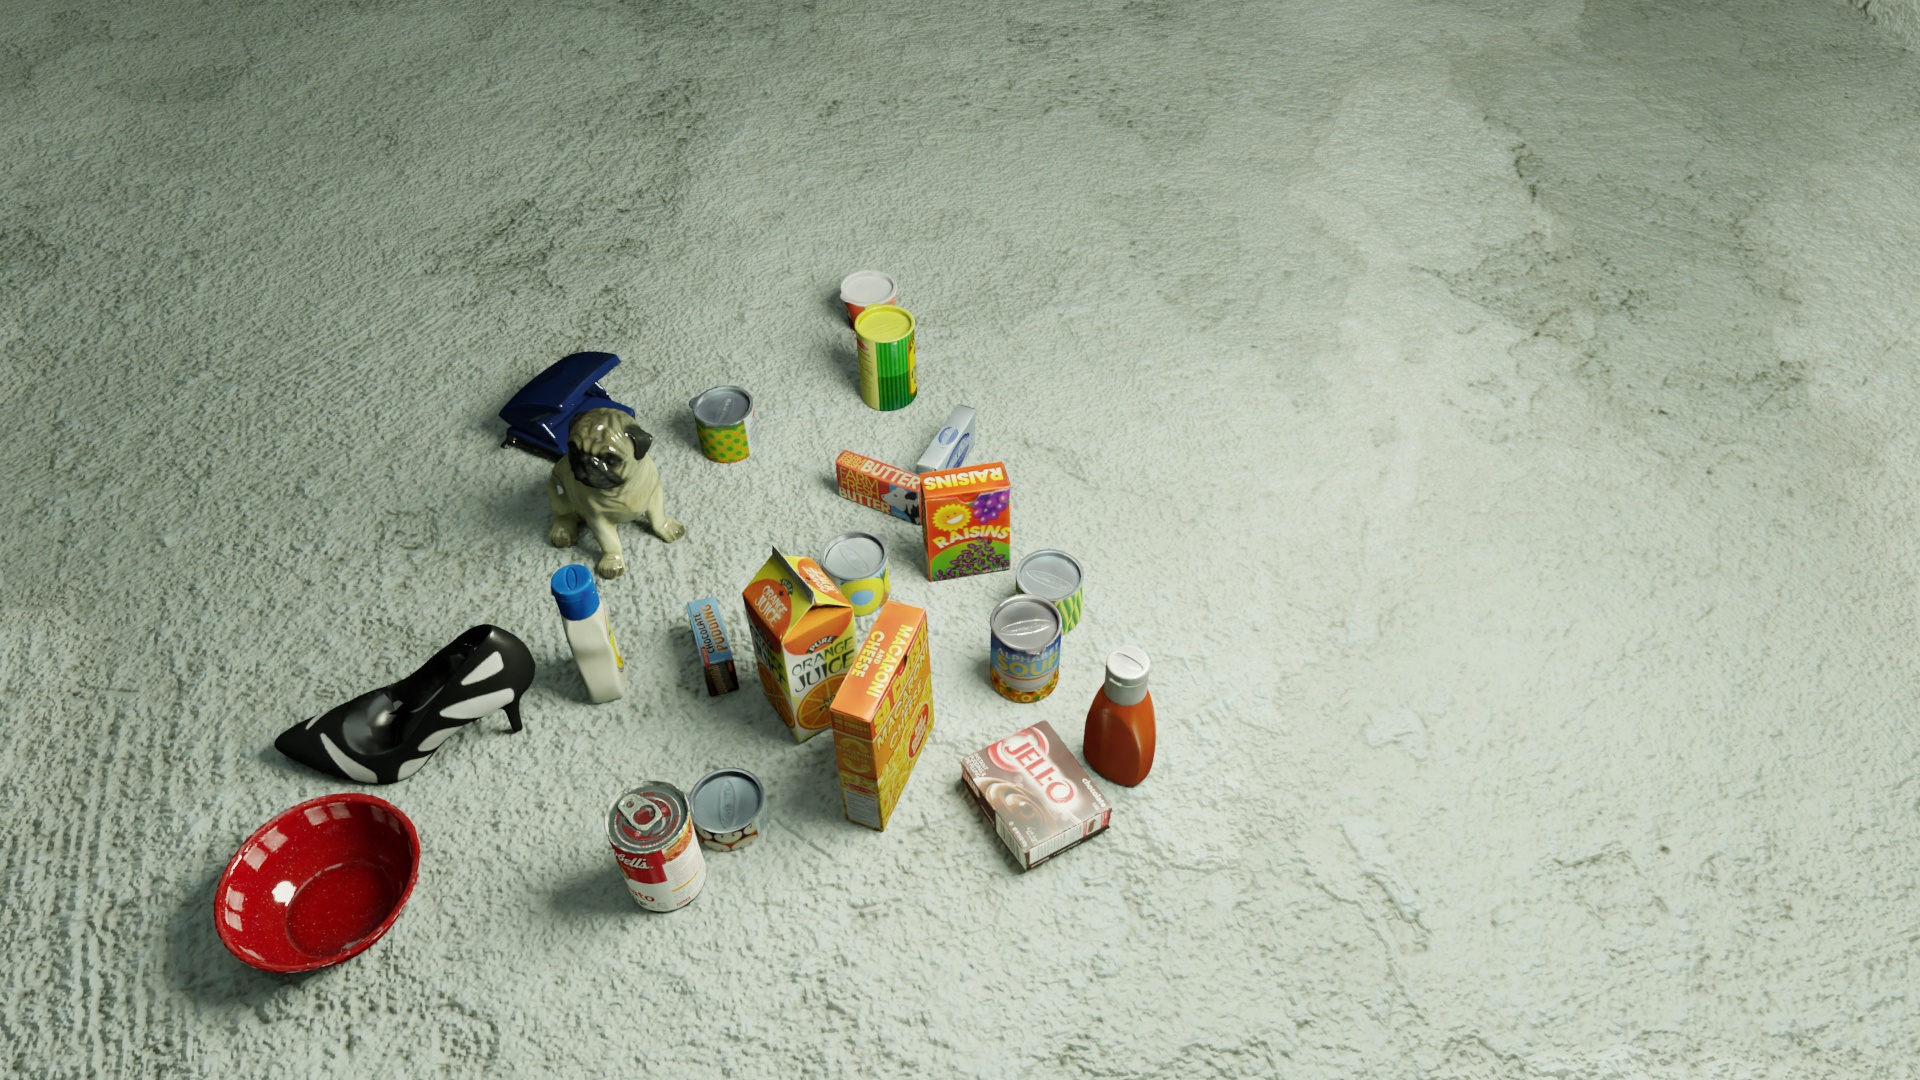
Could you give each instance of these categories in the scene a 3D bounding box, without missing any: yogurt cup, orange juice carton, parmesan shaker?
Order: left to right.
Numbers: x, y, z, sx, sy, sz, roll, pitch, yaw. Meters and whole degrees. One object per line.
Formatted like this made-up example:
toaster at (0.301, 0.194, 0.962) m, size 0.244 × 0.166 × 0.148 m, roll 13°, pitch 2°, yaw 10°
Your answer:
orange juice carton at (-0.139, 0.087, 1.234) m, size 0.073 × 0.191 × 0.072 m, roll -27°, pitch 52°, yaw -22°
yogurt cup at (-0.109, -0.285, 1.672) m, size 0.072 × 0.053 × 0.073 m, roll -1°, pitch 47°, yaw 1°
parmesan shaker at (-0.083, -0.207, 1.566) m, size 0.071 × 0.102 × 0.072 m, roll -1°, pitch 47°, yaw 1°

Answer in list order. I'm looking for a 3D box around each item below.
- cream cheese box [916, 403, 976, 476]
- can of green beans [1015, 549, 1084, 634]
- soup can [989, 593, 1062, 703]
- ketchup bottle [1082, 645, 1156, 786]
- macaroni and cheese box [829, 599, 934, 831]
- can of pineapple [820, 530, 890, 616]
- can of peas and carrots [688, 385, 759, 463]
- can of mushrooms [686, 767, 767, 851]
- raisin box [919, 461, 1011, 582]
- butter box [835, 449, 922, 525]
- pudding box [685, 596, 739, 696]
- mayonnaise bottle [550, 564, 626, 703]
cream cheese box at (-0.014, -0.094, 1.493) m, size 0.024 × 0.053 × 0.104 m, roll 18°, pitch 50°, yaw 17°
can of green beans at (0.086, 0.052, 1.353) m, size 0.071 × 0.057 × 0.071 m, roll -1°, pitch 47°, yaw 1°
soup can at (0.061, 0.103, 1.288) m, size 0.071 × 0.083 × 0.072 m, roll -1°, pitch 47°, yaw 1°
ketchup bottle at (0.140, 0.150, 1.199) m, size 0.065 × 0.148 × 0.044 m, roll 29°, pitch 54°, yaw 25°
macaroni and cheese box at (-0.063, 0.151, 1.190) m, size 0.040 × 0.165 × 0.124 m, roll 15°, pitch 49°, yaw 14°
can of pineapple at (-0.102, 0.032, 1.375) m, size 0.071 × 0.057 × 0.071 m, roll -1°, pitch 47°, yaw 1°
can of peas and carrots at (-0.259, -0.127, 1.526) m, size 0.071 × 0.058 × 0.071 m, roll -1°, pitch 47°, yaw 1°
can of mushrooms at (-0.204, 0.234, 1.206) m, size 0.071 × 0.033 × 0.071 m, roll -1°, pitch 47°, yaw 1°
raisin box at (0.005, -0.017, 1.374) m, size 0.086 × 0.122 × 0.040 m, roll -8°, pitch 48°, yaw -6°
butter box at (-0.082, -0.056, 1.460) m, size 0.103 × 0.052 × 0.024 m, roll 20°, pitch 51°, yaw 19°
pudding box at (-0.236, 0.100, 1.320) m, size 0.030 × 0.049 × 0.084 m, roll -15°, pitch 49°, yaw -12°
mayonnaise bottle at (-0.340, 0.083, 1.271) m, size 0.041 × 0.147 × 0.065 m, roll -13°, pitch 48°, yaw -11°
